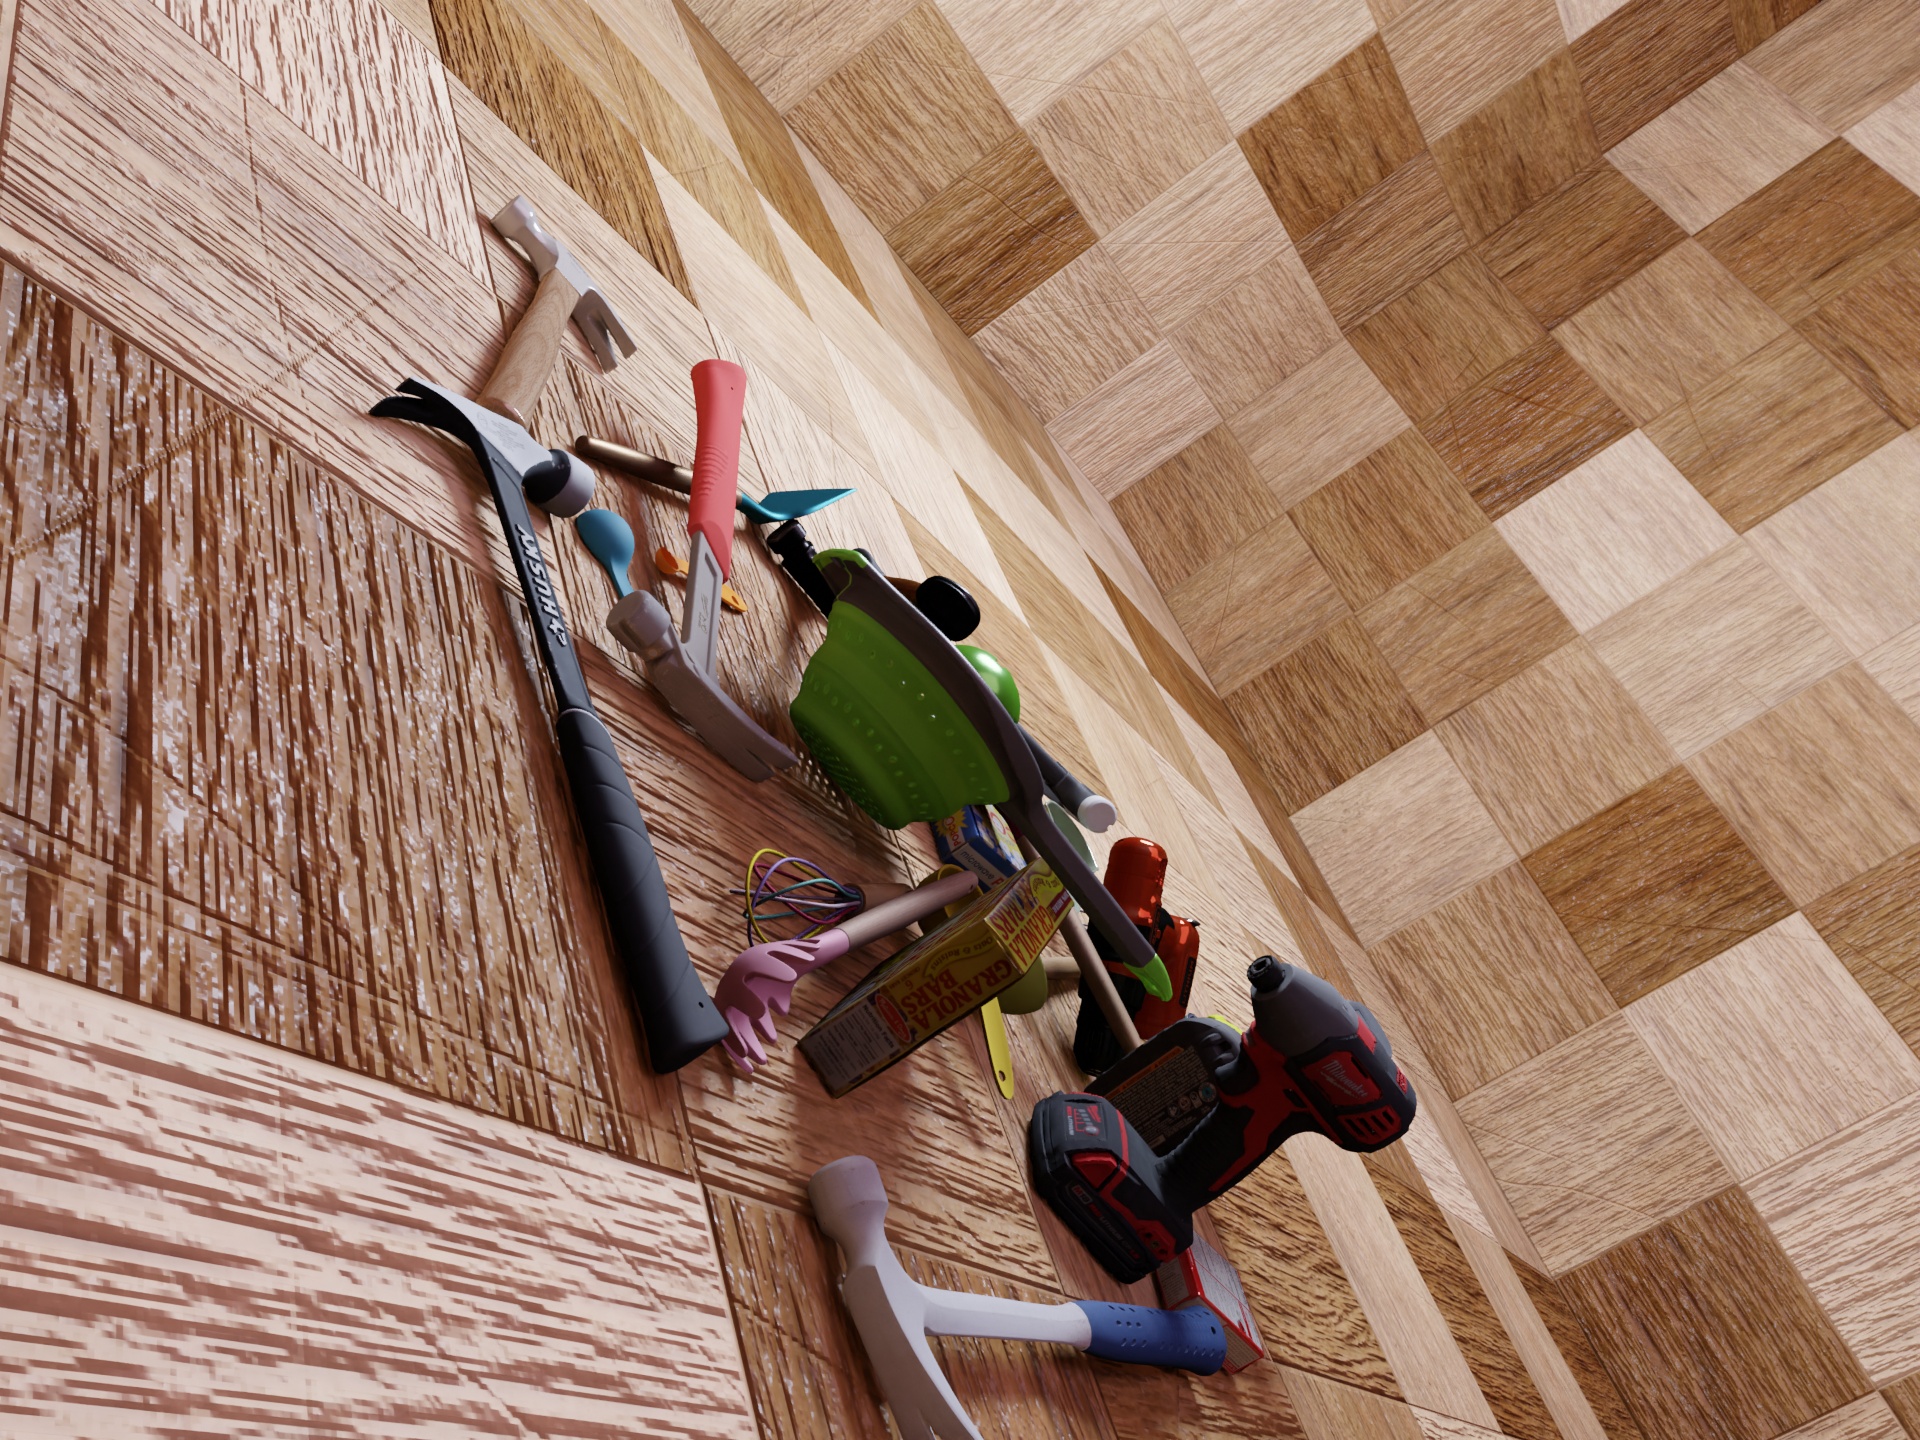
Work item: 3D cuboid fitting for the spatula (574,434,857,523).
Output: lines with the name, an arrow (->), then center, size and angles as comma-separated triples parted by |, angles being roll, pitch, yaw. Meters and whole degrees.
spatula -> -0.183, -0.180, 1.179 | 0.317, 0.082, 0.044 | 9, 84, -66

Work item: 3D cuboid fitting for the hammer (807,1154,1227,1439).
hammer -> 0.058, 0.330, 0.850 | 0.405, 0.035, 0.144 | 36, 23, -53

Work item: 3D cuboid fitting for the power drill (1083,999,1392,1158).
power drill -> 0.193, 0.279, 1.171 | 0.228, 0.190, 0.080 | 10, 46, -51

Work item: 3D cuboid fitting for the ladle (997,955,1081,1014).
ladle -> 0.069, 0.180, 1.188 | 0.078, 0.062, 0.320 | 60, 12, 17

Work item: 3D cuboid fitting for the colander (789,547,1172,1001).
colander -> 0.002, 0.067, 1.072 | 0.397, 0.094, 0.204 | 52, -12, -15

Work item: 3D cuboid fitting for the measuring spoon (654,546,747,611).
measuring spoon -> -0.177, -0.093, 1.085 | 0.021, 0.011, 0.116 | 61, 11, 22

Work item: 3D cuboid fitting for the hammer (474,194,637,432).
hammer -> -0.279, -0.253, 1.057 | 0.130, 0.031, 0.332 | 48, 16, -28

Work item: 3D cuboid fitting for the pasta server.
pasta server -> -0.049, 0.120, 0.871 | 0.040, 0.060, 0.316 | 30, 15, 18

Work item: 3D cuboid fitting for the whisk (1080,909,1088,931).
whisk -> 0.145, 0.192, 1.440 | 0.055, 0.055, 0.238 | 60, 10, 17

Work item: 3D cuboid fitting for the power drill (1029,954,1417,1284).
power drill -> 0.157, 0.243, 0.991 | 0.143, 0.219, 0.079 | 51, 14, -18

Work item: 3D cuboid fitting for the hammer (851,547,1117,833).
hammer -> 0.010, -0.030, 1.458 | 0.334, 0.035, 0.146 | 46, -3, -15

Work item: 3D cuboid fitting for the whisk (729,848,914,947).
whisk -> -0.071, 0.101, 0.926 | 0.047, 0.051, 0.245 | 53, 10, 15

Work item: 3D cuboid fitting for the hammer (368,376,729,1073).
hammer -> -0.194, -0.012, 0.788 | 0.149, 0.036, 0.409 | 32, 27, -55

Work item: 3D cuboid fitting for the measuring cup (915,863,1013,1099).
measuring cup -> 0.004, 0.166, 0.999 | 0.062, 0.029, 0.157 | 26, 43, -50

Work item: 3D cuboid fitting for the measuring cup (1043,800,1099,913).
measuring cup -> 0.084, 0.131, 1.385 | 0.083, 0.038, 0.168 | 51, 17, -17

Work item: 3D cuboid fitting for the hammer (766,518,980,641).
hammer -> -0.055, -0.083, 1.140 | 0.127, 0.034, 0.337 | 52, -10, -19

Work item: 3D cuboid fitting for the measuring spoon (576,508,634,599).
measuring spoon -> -0.194, -0.079, 0.964 | 0.129, 0.021, 0.042 | 60, 15, 19

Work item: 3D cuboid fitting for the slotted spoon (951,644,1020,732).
slotted spoon -> -0.002, -0.004, 1.158 | 0.070, 0.031, 0.313 | 46, -14, 2

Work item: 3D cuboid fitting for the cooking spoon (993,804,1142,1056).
cooking spoon -> 0.060, 0.110, 1.192 | 0.068, 0.017, 0.319 | 93, -28, -68

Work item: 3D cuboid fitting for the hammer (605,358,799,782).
hammer -> -0.159, -0.125, 1.050 | 0.149, 0.036, 0.359 | 50, 23, -37
